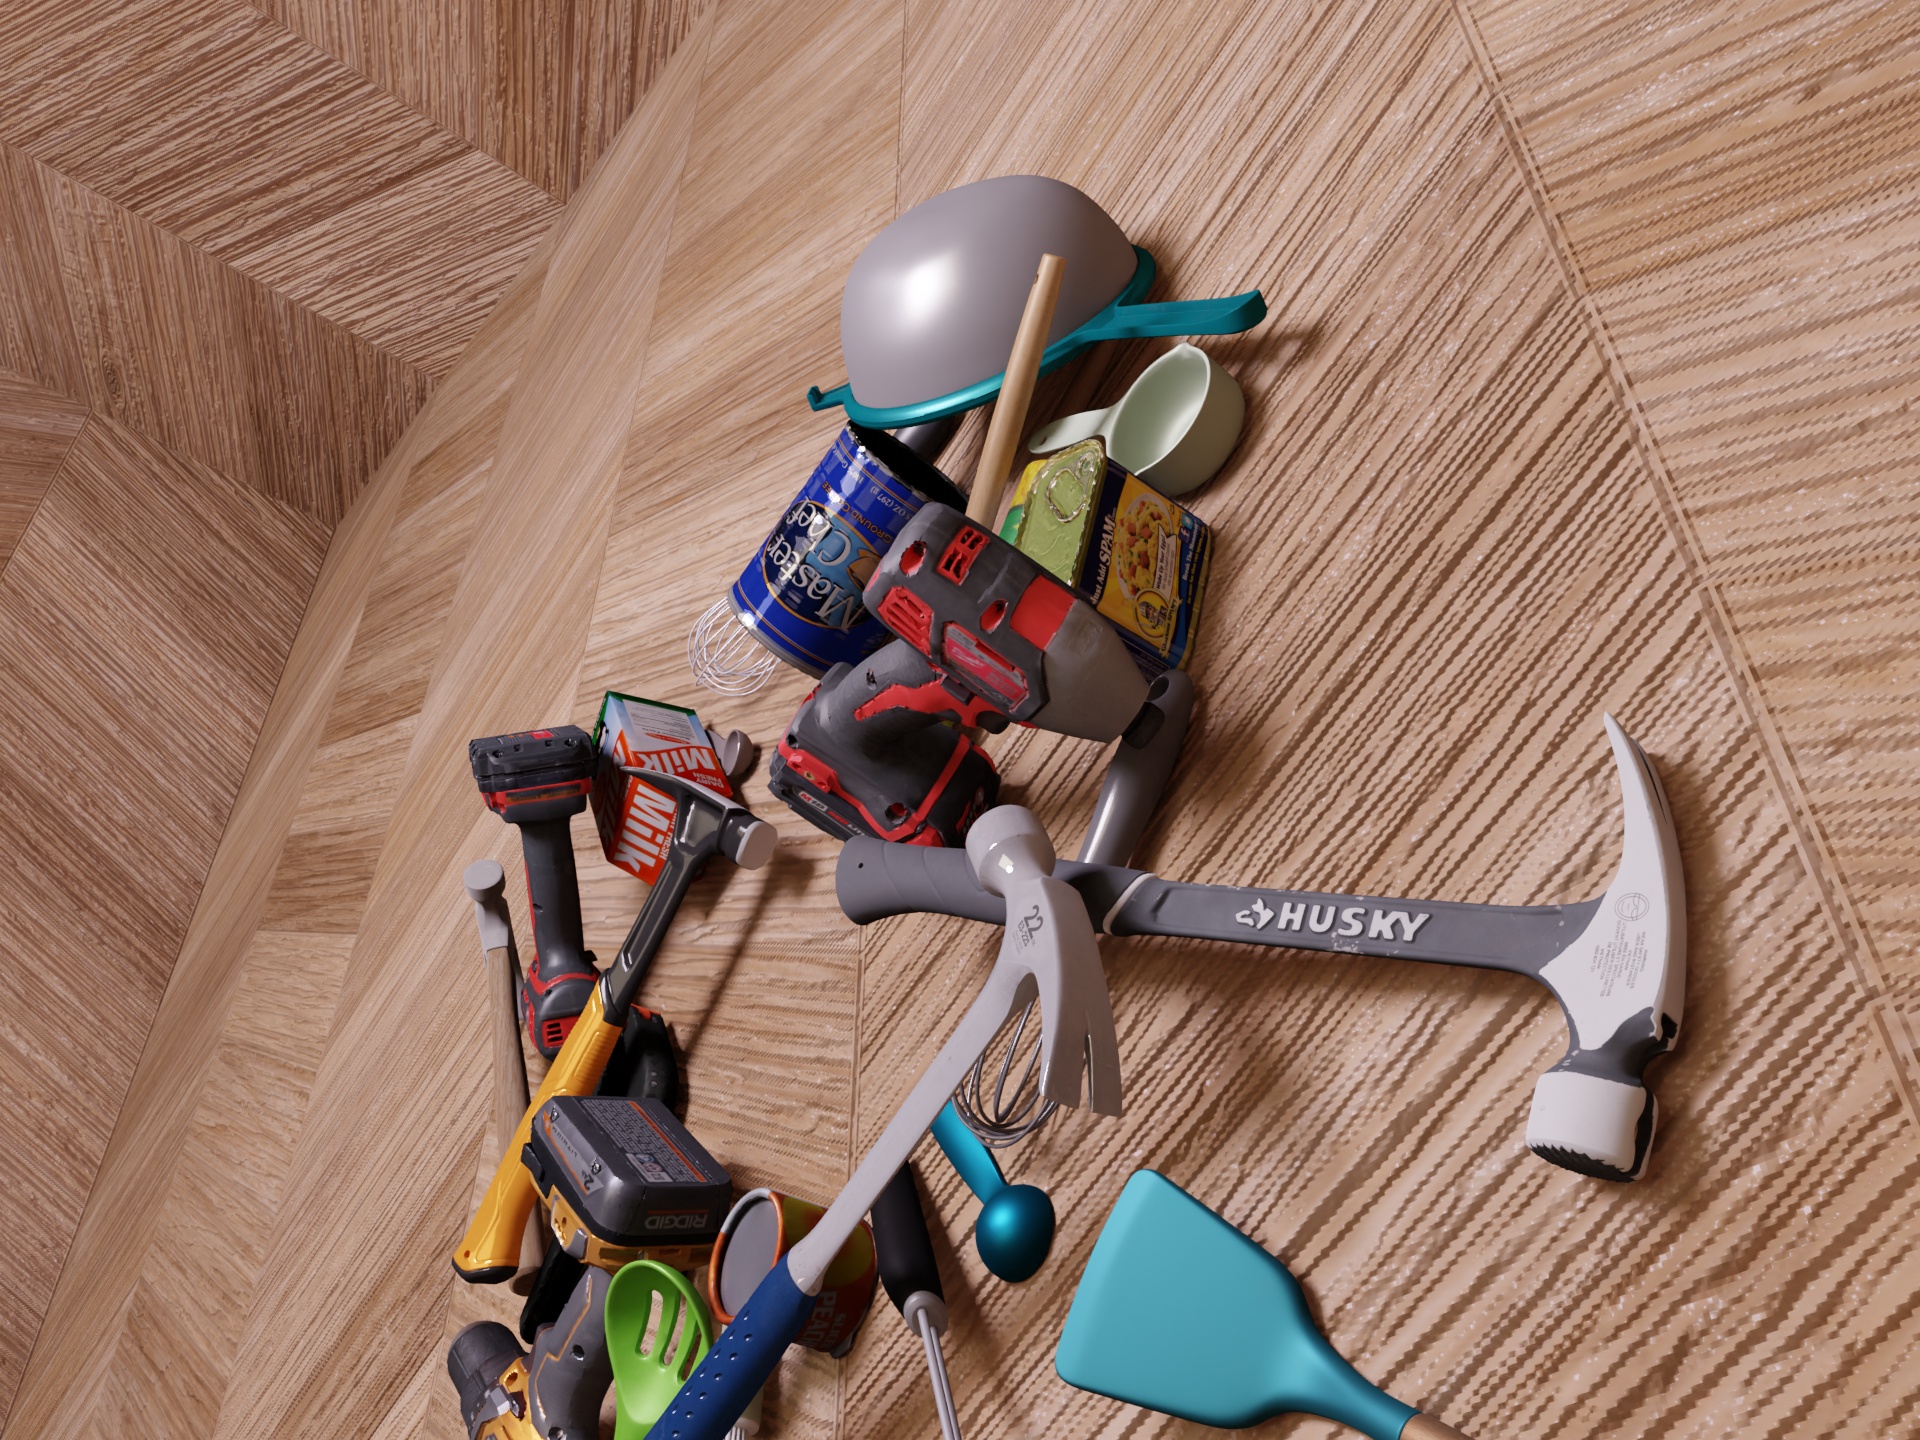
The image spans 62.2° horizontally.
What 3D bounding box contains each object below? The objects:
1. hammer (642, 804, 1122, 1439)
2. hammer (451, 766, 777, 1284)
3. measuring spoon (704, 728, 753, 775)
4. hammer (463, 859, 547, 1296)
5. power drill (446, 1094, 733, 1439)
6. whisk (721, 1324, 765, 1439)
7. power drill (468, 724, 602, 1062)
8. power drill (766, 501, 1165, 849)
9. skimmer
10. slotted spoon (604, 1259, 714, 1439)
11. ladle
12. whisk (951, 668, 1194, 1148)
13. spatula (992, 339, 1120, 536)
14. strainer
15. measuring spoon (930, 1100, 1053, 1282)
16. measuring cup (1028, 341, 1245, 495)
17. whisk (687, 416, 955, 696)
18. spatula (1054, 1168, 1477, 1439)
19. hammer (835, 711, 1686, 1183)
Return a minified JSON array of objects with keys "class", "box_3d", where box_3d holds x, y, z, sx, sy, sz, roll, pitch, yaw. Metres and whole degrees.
[{"class":"hammer","box_3d":[-0.061,0.230,0.671,0.405,0.035,0.144,-57,29,21]},{"class":"hammer","box_3d":[-0.236,0.194,1.008,0.127,0.034,0.337,23,85,37]},{"class":"measuring spoon","box_3d":[-0.176,0.021,1.184,0.124,0.018,0.034,11,90,67]},{"class":"hammer","box_3d":[-0.326,0.262,1.154,0.332,0.031,0.130,-113,19,-45]},{"class":"power drill","box_3d":[-0.219,0.324,0.883,0.185,0.084,0.226,24,99,51]},{"class":"whisk","box_3d":[-0.110,0.352,0.774,0.059,0.057,0.247,-10,46,13]},{"class":"power drill","box_3d":[-0.294,0.121,1.137,0.188,0.080,0.226,-171,73,-71]},{"class":"power drill","box_3d":[-0.001,-0.002,0.766,0.079,0.143,0.219,-59,6,-33]},{"class":"skimmer","box_3d":[0.024,0.260,0.618,0.090,0.127,0.363,-21,20,-4]},{"class":"slotted spoon","box_3d":[-0.182,0.412,0.794,0.070,0.031,0.313,22,98,28]},{"class":"ladle","box_3d":[-0.005,-0.100,0.880,0.078,0.062,0.320,-120,43,-65]},{"class":"whisk","box_3d":[0.057,0.082,0.733,0.055,0.055,0.239,1,62,58]},{"class":"spatula","box_3d":[0.018,-0.101,0.970,0.060,0.018,0.316,32,94,54]},{"class":"strainer","box_3d":[0.040,-0.260,0.916,0.211,0.095,0.341,-40,29,-20]},{"class":"measuring spoon","box_3d":[0.003,0.206,0.731,0.042,0.021,0.129,-58,31,7]},{"class":"measuring cup","box_3d":[0.094,-0.156,0.879,0.168,0.038,0.083,3,69,61]},{"class":"whisk","box_3d":[-0.100,-0.125,1.146,0.284,0.070,0.070,-46,32,17]},{"class":"spatula","box_3d":[0.147,0.223,0.469,0.318,0.044,0.082,7,68,58]},{"class":"hammer","box_3d":[0.085,0.070,0.641,0.409,0.036,0.149,0,63,47]}]
